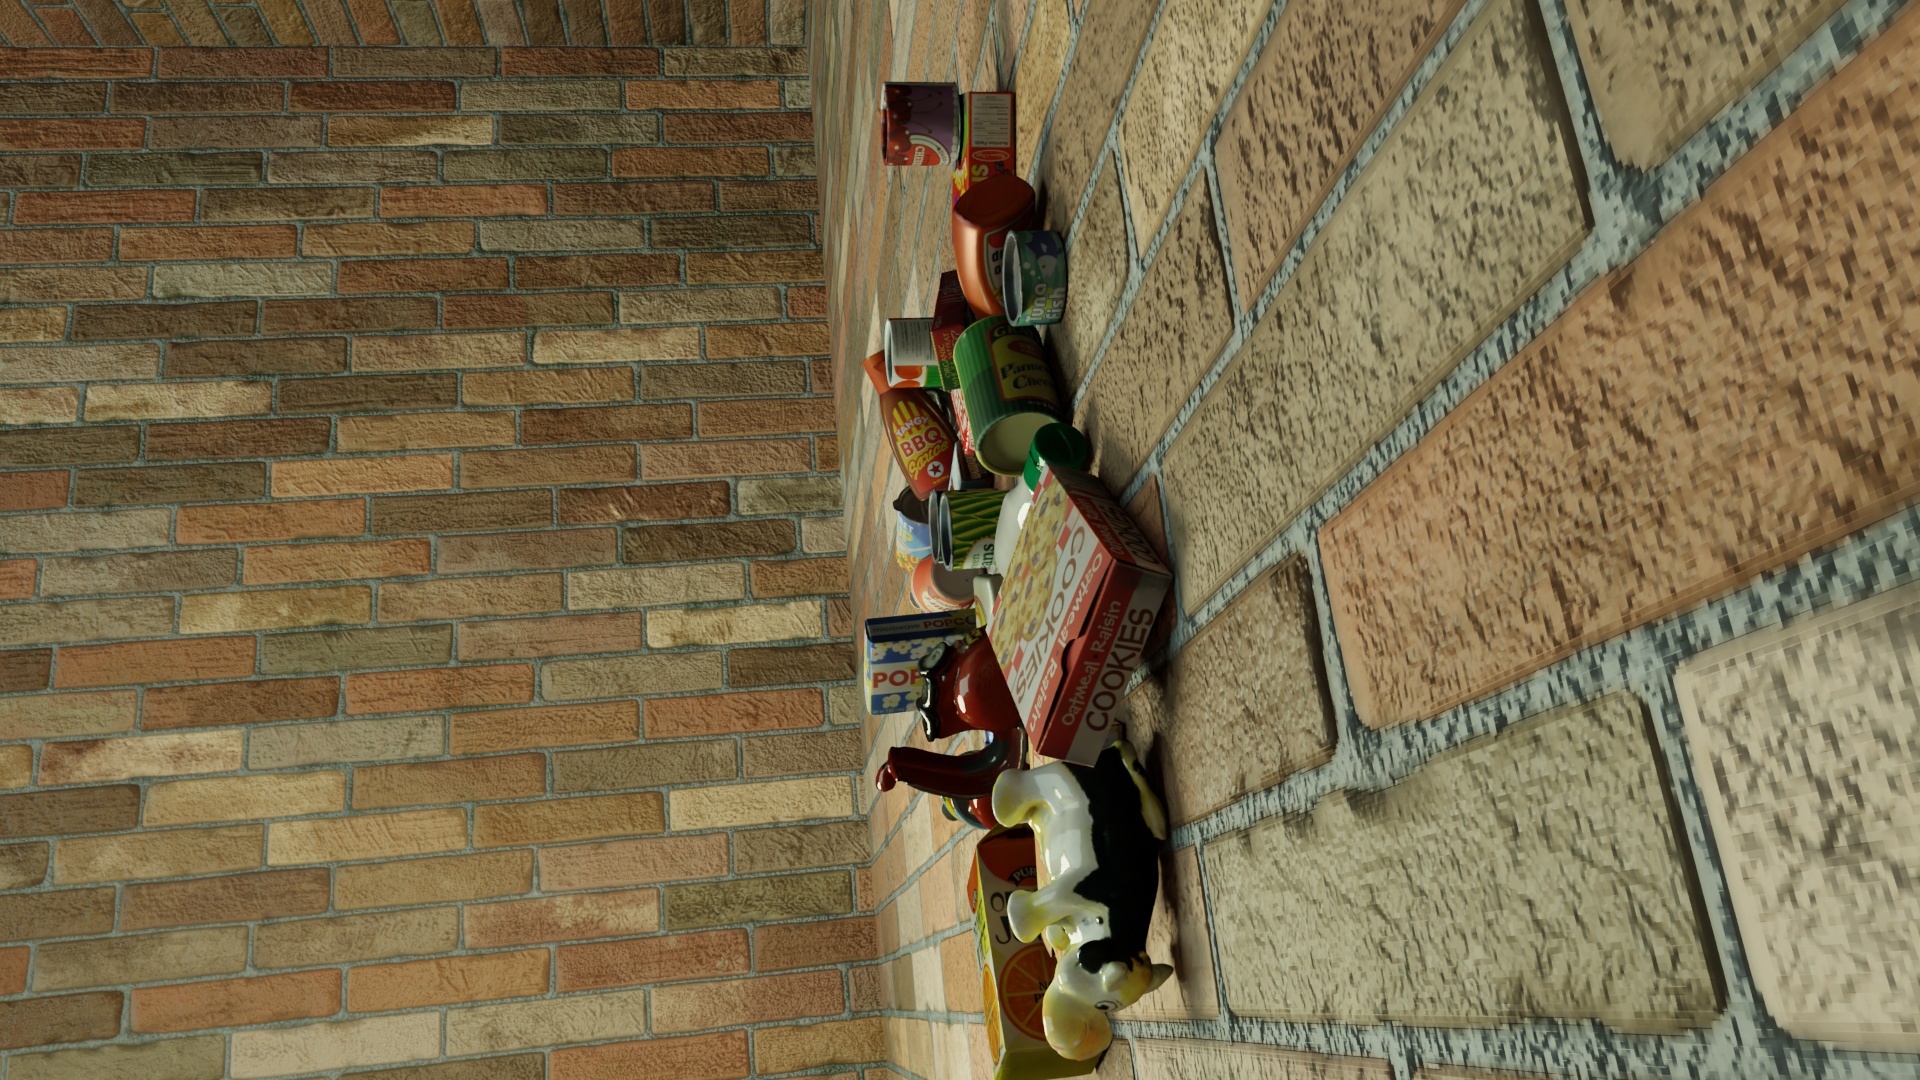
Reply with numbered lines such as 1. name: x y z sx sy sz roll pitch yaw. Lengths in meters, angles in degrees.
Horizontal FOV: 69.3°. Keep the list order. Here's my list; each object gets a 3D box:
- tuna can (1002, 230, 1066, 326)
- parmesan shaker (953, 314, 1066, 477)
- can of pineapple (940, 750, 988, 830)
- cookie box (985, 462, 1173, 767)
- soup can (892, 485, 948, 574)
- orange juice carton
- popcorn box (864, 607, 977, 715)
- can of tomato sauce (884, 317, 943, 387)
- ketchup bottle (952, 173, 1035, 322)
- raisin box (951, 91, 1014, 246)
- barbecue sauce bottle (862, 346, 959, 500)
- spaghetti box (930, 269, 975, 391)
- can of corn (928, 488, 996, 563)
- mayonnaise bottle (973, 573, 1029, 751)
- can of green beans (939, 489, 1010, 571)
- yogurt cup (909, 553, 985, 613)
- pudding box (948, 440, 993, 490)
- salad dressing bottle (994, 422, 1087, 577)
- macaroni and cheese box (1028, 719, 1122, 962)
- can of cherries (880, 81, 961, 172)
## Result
1. tuna can: 0.051 -0.181 0.966 0.071 0.033 0.071 179 88 -81
2. parmesan shaker: 0.038 -0.102 0.990 0.071 0.071 0.103 96 166 -46
3. can of pineapple: 0.018 0.219 1.211 0.058 0.071 0.071 141 125 -79
4. cookie box: 0.064 0.038 0.826 0.168 0.040 0.122 -113 40 -67
5. soup can: -0.038 -0.011 1.480 0.083 0.071 0.072 96 168 -45
6. orange juice carton: 0.049 0.285 1.012 0.071 0.073 0.193 98 166 -52
7. popcorn box: -0.022 0.107 1.242 0.038 0.127 0.084 -112 20 -55
8. can of tomato sauce: -0.027 -0.177 1.308 0.071 0.083 0.071 179 88 -81
9. ketchup bottle: 0.027 -0.199 1.039 0.043 0.065 0.148 39 155 27
10. raisin box: 0.018 -0.298 1.125 0.086 0.040 0.123 -127 36 -73
11. barbecue sauce bottle: -0.046 -0.116 1.355 0.148 0.065 0.044 63 -173 -3
12. spaghetti box: -0.002 -0.182 1.163 0.251 0.029 0.050 -87 -14 -69
13. can of corn: 0.004 -0.016 1.245 0.071 0.058 0.071 179 88 -81
14. mayonnaise bottle: 0.035 0.102 1.144 0.065 0.041 0.148 180 88 -80
15. can of green beans: 0.015 -0.009 1.178 0.071 0.058 0.071 179 88 -81
16. yogurt cup: -0.009 0.038 1.343 0.053 0.072 0.072 139 128 -69
17. pudding box: 0.009 -0.051 1.299 0.083 0.030 0.050 99 164 -54
18. salad dressing bottle: 0.056 -0.023 0.957 0.147 0.044 0.064 103 148 -57
19. macaroni and cheese box: 0.076 0.195 0.912 0.123 0.040 0.166 -179 86 -82
20. can of cherries: -0.033 -0.331 1.113 0.071 0.058 0.071 180 88 -81
